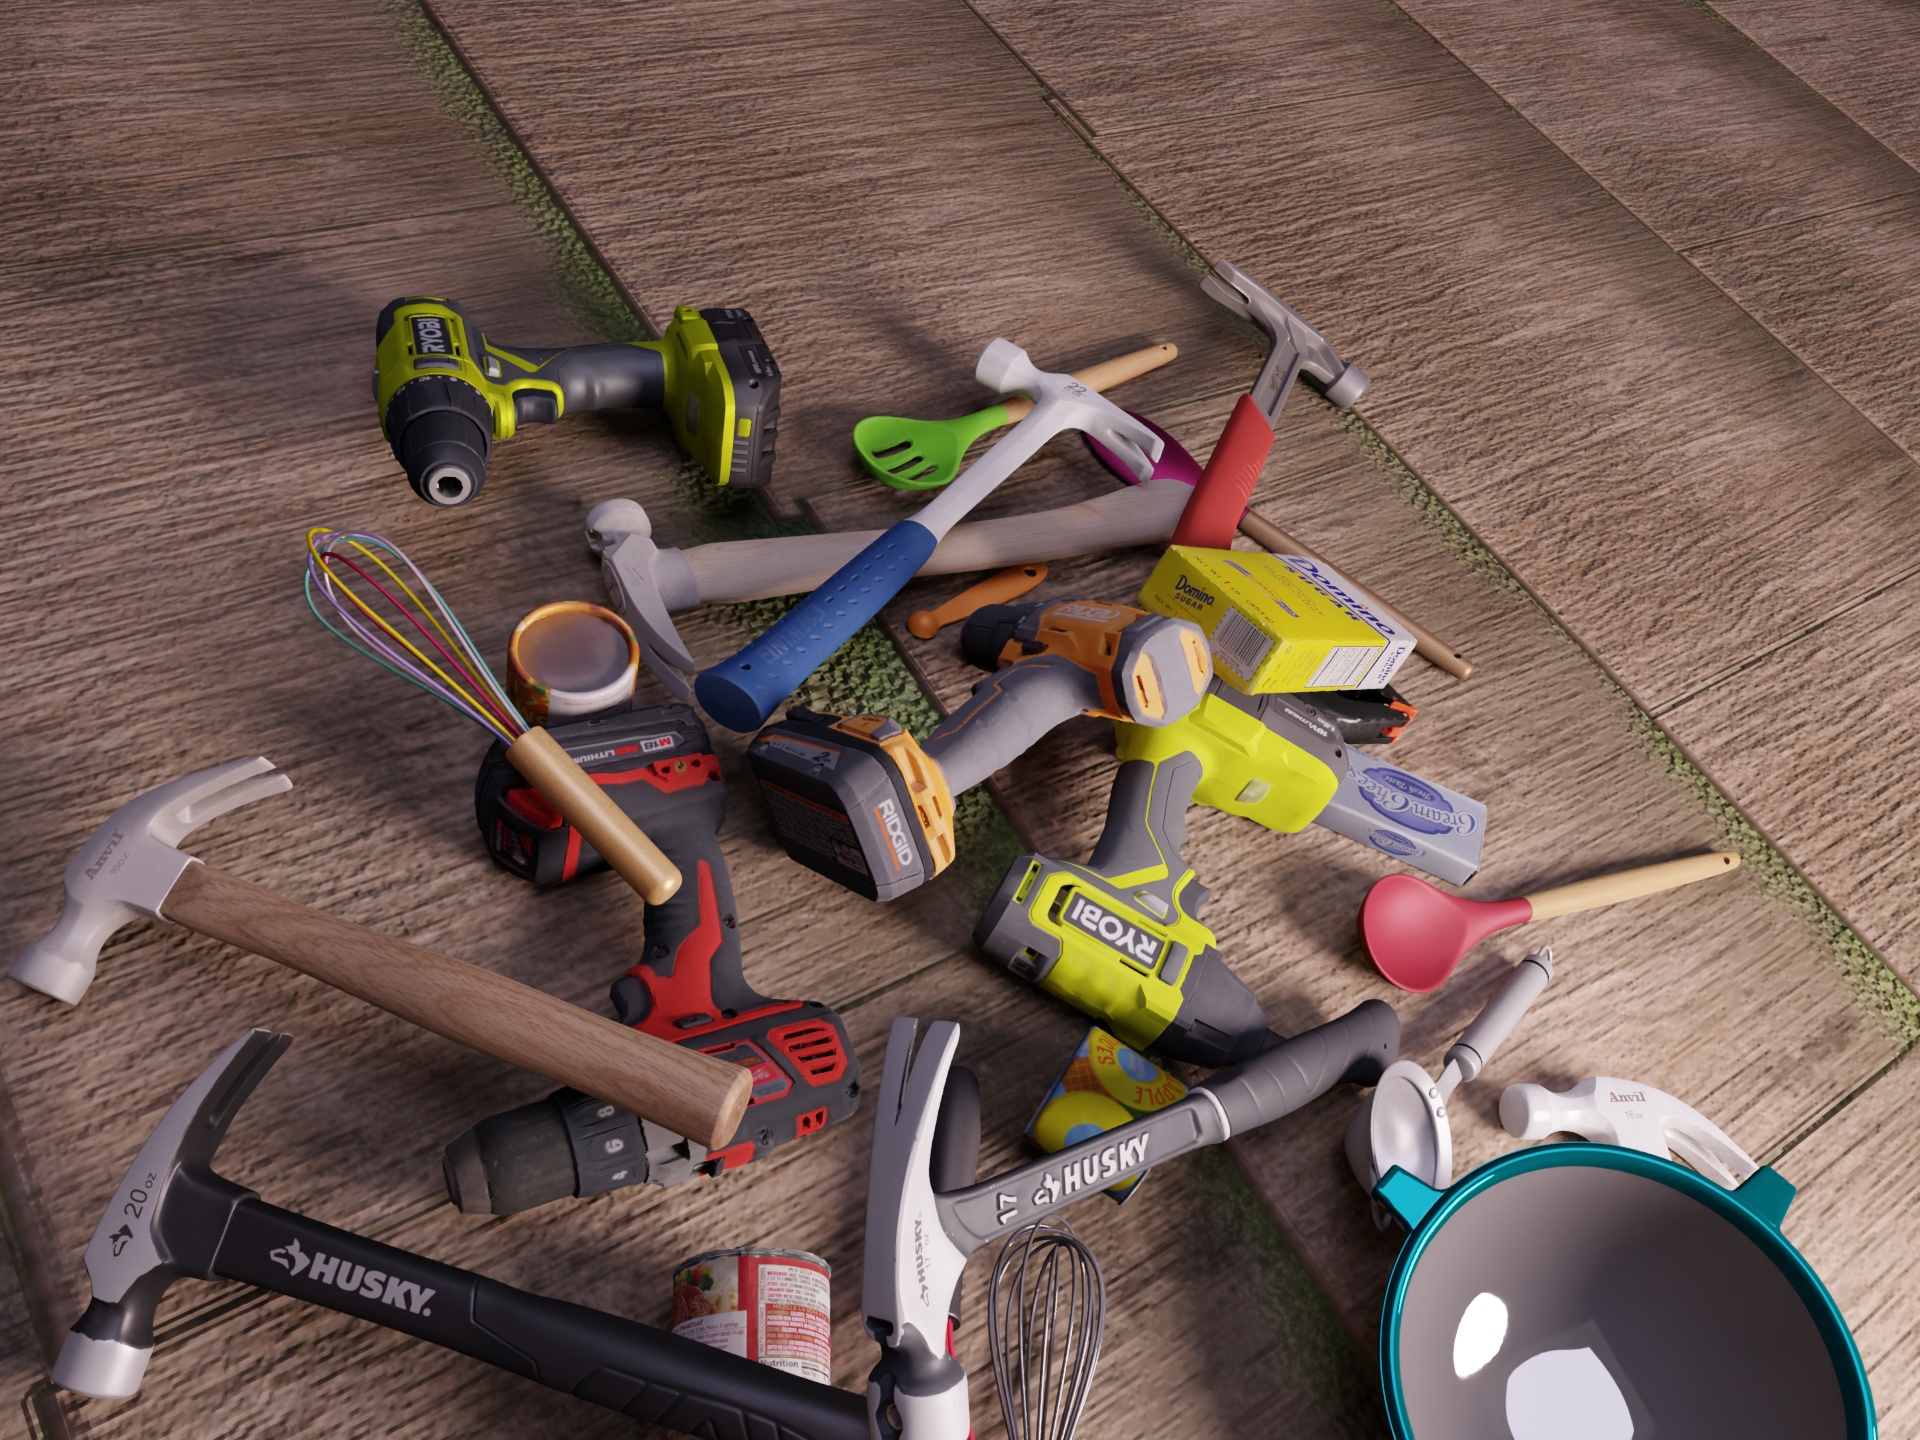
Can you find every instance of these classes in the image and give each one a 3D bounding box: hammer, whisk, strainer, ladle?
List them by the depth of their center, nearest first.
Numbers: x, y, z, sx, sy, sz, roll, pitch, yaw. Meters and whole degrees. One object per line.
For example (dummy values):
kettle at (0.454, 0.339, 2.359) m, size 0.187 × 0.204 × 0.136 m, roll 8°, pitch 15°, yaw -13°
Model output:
hammer at (-0.172, 0.229, 0.614) m, size 0.335 × 0.035 × 0.146 m, roll 15°, pitch 75°, yaw 8°
whisk at (0.031, 0.328, 0.670) m, size 0.055 × 0.055 × 0.239 m, roll 12°, pitch 55°, yaw -8°
whisk at (-0.012, 0.279, 0.687) m, size 0.073 × 0.073 × 0.296 m, roll 14°, pitch 45°, yaw -7°
hammer at (-0.244, 0.109, 0.693) m, size 0.331 × 0.031 × 0.130 m, roll 18°, pitch 67°, yaw 13°
strainer at (0.290, 0.365, 0.696) m, size 0.211 × 0.095 × 0.341 m, roll 0°, pitch 61°, yaw 1°
hammer at (0.099, 0.175, 0.709) m, size 0.408 × 0.036 × 0.149 m, roll -4°, pitch 91°, yaw -51°
whisk at (-0.222, -0.004, 0.742) m, size 0.245 × 0.047 × 0.051 m, roll 45°, pitch 73°, yaw 7°
hammer at (0.377, 0.334, 0.785) m, size 0.128 × 0.033 × 0.331 m, roll 2°, pitch 53°, yaw -15°
strainer at (0.265, 0.190, 0.856) m, size 0.258 × 0.050 × 0.087 m, roll -32°, pitch 105°, yaw -41°
hammer at (-0.014, -0.113, 0.946) m, size 0.144 × 0.035 × 0.406 m, roll 31°, pitch 45°, yaw 12°
ladle at (0.359, 0.108, 0.959) m, size 0.315 × 0.031 × 0.069 m, roll -8°, pitch 78°, yaw -26°
hammer at (-0.012, -0.100, 0.986) m, size 0.410 × 0.038 × 0.146 m, roll -11°, pitch 48°, yaw -26°
hammer at (0.189, -0.196, 1.096) m, size 0.149 × 0.036 × 0.359 m, roll 37°, pitch 44°, yaw -6°

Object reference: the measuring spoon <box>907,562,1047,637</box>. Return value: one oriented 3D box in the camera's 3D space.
measuring spoon at (0.013, -0.080, 1.003) m, size 0.117 × 0.011 × 0.021 m, roll -28°, pitch 66°, yaw -34°

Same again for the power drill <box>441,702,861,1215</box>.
power drill at (-0.168, 0.115, 0.755) m, size 0.188 × 0.080 × 0.227 m, roll -12°, pitch 61°, yaw -25°

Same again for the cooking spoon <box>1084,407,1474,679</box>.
cooking spoon at (0.218, -0.126, 1.101) m, size 0.319 × 0.017 × 0.069 m, roll 38°, pitch 51°, yaw 13°

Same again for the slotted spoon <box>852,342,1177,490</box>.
slotted spoon at (0.048, -0.220, 1.116) m, size 0.314 × 0.031 × 0.070 m, roll -28°, pitch 66°, yaw -35°

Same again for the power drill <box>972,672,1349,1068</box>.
power drill at (0.126, 0.076, 0.880) m, size 0.171 × 0.080 × 0.223 m, roll 30°, pitch 53°, yaw 2°

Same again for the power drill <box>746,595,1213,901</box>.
power drill at (-0.001, -0.003, 0.867) m, size 0.226 × 0.084 × 0.185 m, roll -30°, pitch 25°, yaw -25°

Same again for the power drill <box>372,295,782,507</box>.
power drill at (-0.228, -0.187, 0.947) m, size 0.228 × 0.080 × 0.191 m, roll -4°, pitch 38°, yaw -21°
